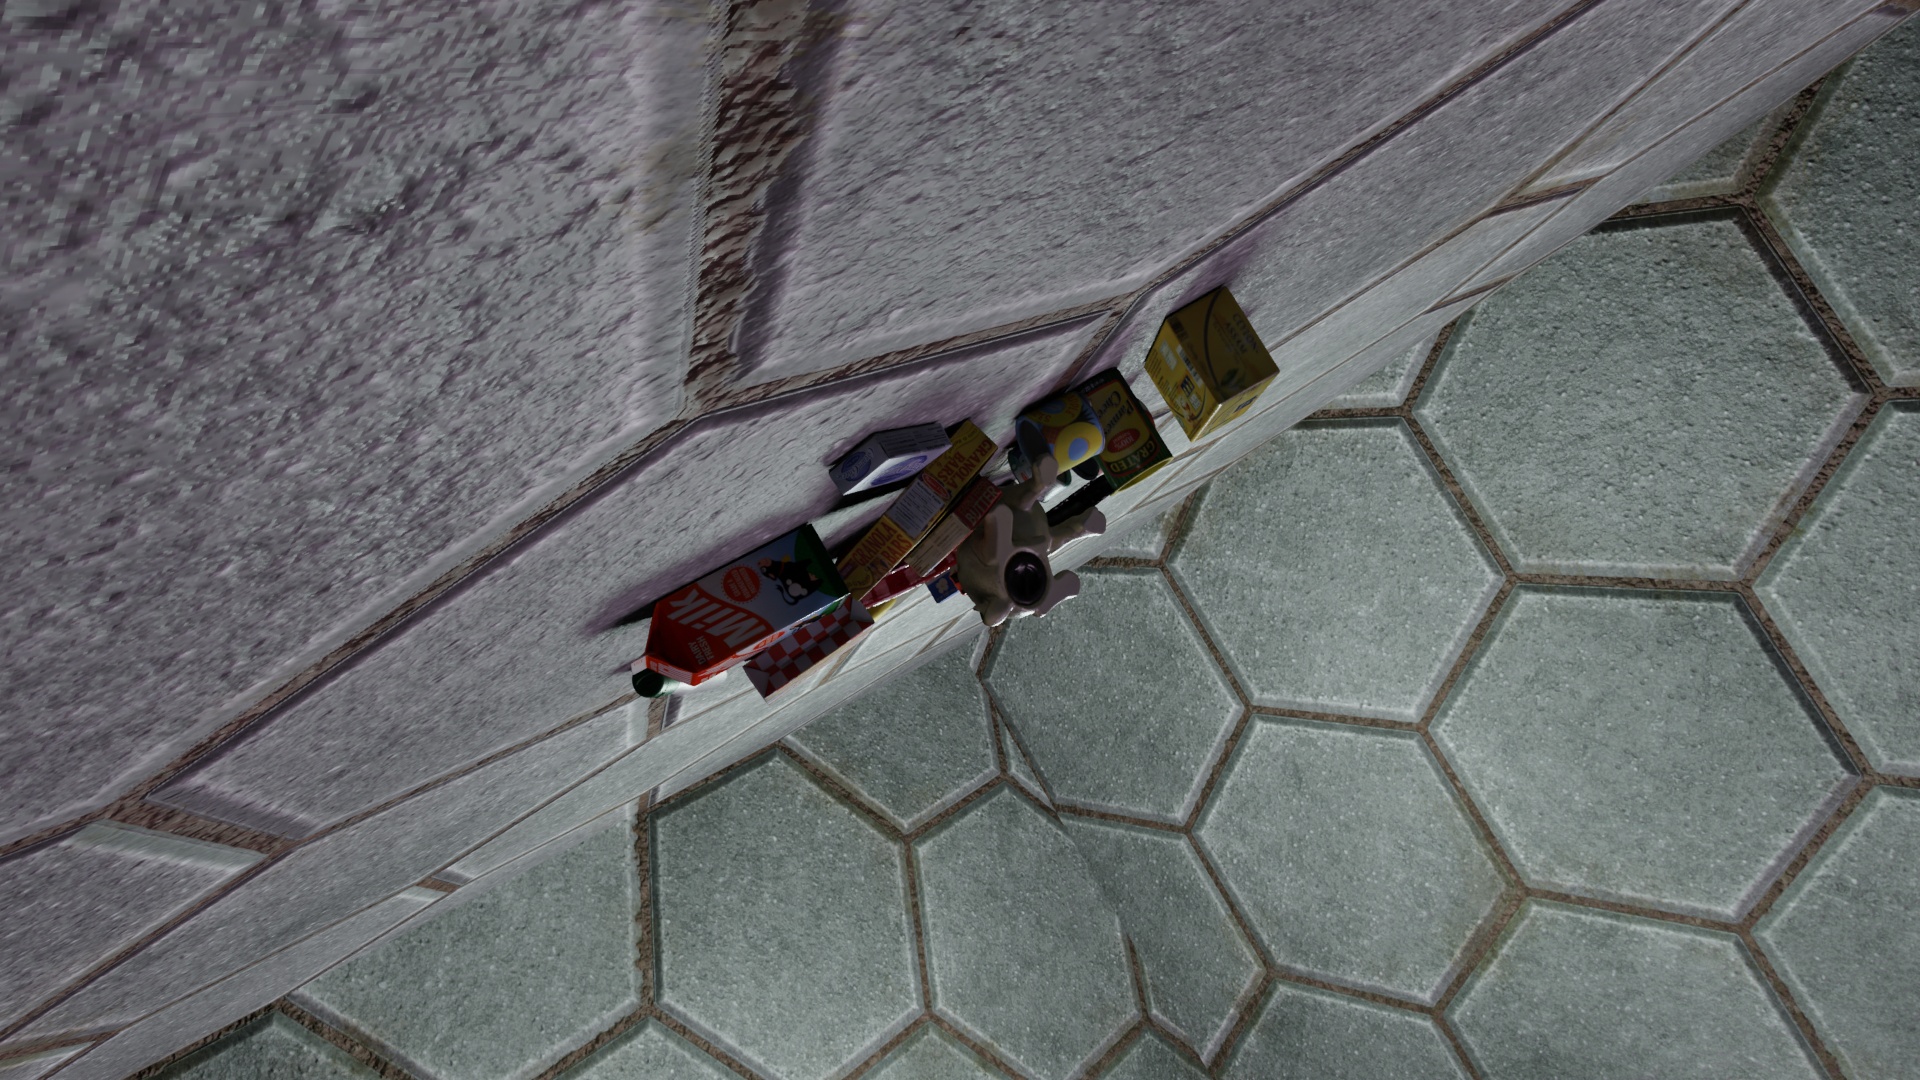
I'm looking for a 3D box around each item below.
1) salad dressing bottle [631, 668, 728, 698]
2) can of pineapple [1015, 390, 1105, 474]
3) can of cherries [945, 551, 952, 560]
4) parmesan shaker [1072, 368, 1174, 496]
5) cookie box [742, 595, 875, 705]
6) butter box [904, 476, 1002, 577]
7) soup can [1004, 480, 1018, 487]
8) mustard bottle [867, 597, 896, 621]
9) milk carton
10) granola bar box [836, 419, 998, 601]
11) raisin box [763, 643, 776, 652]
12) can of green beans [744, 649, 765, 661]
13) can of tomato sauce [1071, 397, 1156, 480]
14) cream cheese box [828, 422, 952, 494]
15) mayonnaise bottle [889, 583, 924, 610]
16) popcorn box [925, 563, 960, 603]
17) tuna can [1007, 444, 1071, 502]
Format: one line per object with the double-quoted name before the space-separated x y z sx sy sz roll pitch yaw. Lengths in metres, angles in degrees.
"salad dressing bottle" -0.296 0.141 1.467 0.064 0.044 0.148 -30 172 12
"can of pineapple" 0.092 -0.100 1.293 0.058 0.071 0.070 -28 173 -19
"can of cherries" 0.005 -0.019 1.511 0.072 0.071 0.058 -24 170 -45
"parmesan shaker" 0.147 -0.104 1.333 0.071 0.103 0.071 -31 173 -4
"cookie box" -0.147 0.106 1.341 0.123 0.040 0.167 -34 177 -11
"butter box" -0.007 -0.011 1.186 0.053 0.024 0.103 -51 -176 -36
"soup can" 0.047 -0.021 1.648 0.083 0.071 0.071 -32 173 9
"mustard bottle" -0.114 0.071 1.658 0.048 0.065 0.161 -40 173 32
"milk carton" -0.198 0.066 1.204 0.191 0.073 0.072 -28 173 -17
"granola bar box" -0.042 -0.023 1.214 0.125 0.039 0.165 -50 -176 -28
"raisin box" -0.184 0.082 1.534 0.123 0.040 0.086 -35 173 24
"can of green beans" -0.193 0.070 1.289 0.057 0.071 0.071 -36 171 33
"can of tomato sauce" 0.158 -0.113 1.486 0.083 0.071 0.071 -28 173 -25
"cream cheese box" -0.054 -0.065 1.086 0.053 0.024 0.104 -36 172 29
"mayonnaise bottle" -0.067 0.045 1.765 0.065 0.041 0.147 -27 171 -37
"popcorn box" 0.006 0.006 1.596 0.126 0.085 0.038 -34 172 25
"tuna can" 0.082 -0.076 1.424 0.032 0.071 0.071 -35 172 26
